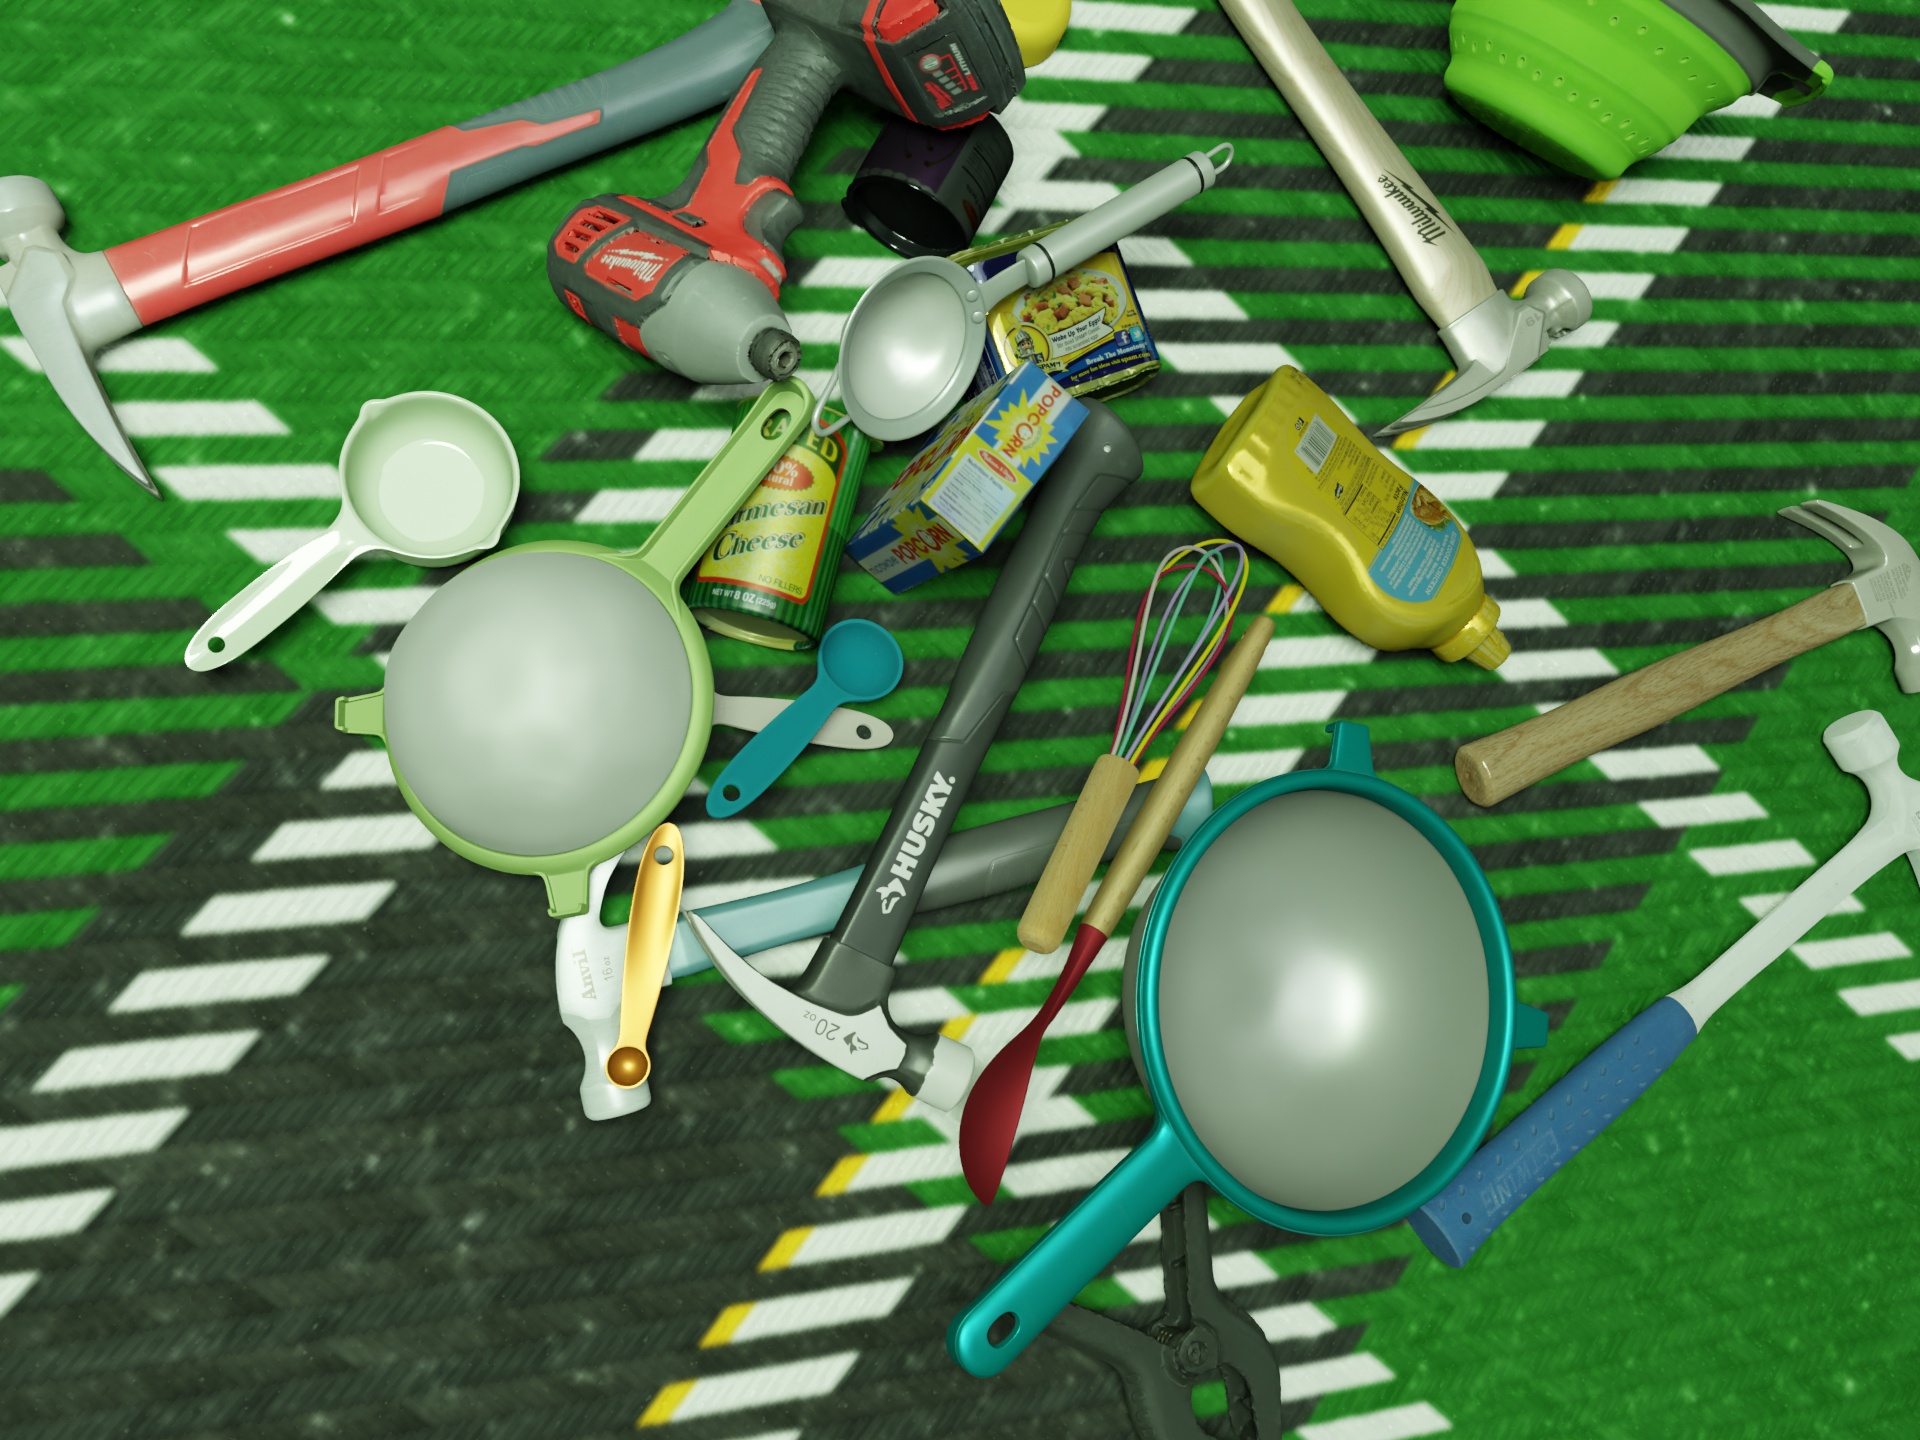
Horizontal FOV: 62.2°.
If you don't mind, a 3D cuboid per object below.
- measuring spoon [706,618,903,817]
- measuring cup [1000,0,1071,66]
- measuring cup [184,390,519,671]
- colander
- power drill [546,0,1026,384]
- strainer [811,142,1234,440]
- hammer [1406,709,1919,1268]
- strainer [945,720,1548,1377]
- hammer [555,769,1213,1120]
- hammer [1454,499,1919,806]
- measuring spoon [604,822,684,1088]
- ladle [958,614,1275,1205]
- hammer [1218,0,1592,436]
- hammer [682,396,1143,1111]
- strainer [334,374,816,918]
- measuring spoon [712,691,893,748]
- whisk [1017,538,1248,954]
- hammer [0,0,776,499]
[{"bbox_3d":[-0.076,0.002,0.748,0.042,0.021,0.129,42,63,0],"label":"measuring spoon"},{"bbox_3d":[0.029,-0.424,0.837,0.062,0.029,0.156,-1,85,-16],"label":"measuring cup"},{"bbox_3d":[-0.270,-0.077,0.706,0.167,0.038,0.083,-43,96,-15],"label":"measuring cup"},{"bbox_3d":[0.264,-0.403,0.869,0.397,0.204,0.094,33,110,6],"label":"colander"},{"bbox_3d":[-0.077,-0.251,0.721,0.143,0.078,0.220,34,84,31],"label":"power drill"},{"bbox_3d":[0.027,-0.208,0.743,0.258,0.086,0.050,-33,49,-14],"label":"strainer"},{"bbox_3d":[0.404,0.160,0.867,0.405,0.035,0.144,-34,93,-17],"label":"hammer"},{"bbox_3d":[0.110,0.168,0.741,0.340,0.095,0.211,-38,100,-22],"label":"strainer"},{"bbox_3d":[-0.028,0.079,0.756,0.331,0.033,0.128,-14,88,-17],"label":"hammer"},{"bbox_3d":[0.418,-0.029,0.897,0.331,0.031,0.130,-21,89,-17],"label":"hammer"},{"bbox_3d":[-0.138,0.103,0.700,0.021,0.011,0.117,10,78,-13],"label":"measuring spoon"},{"bbox_3d":[0.076,0.077,0.747,0.031,0.069,0.315,30,71,2],"label":"ladle"},{"bbox_3d":[0.180,-0.352,0.870,0.146,0.038,0.410,-36,93,-16],"label":"hammer"},{"bbox_3d":[-0.001,-0.002,0.737,0.146,0.035,0.335,28,78,-13],"label":"hammer"},{"bbox_3d":[-0.152,-0.053,0.675,0.151,0.069,0.256,38,87,13],"label":"strainer"},{"bbox_3d":[-0.092,0.001,0.760,0.124,0.018,0.034,9,65,-21],"label":"measuring spoon"},{"bbox_3d":[0.083,0.005,0.772,0.047,0.051,0.245,21,63,14],"label":"whisk"},{"bbox_3d":[-0.231,-0.241,0.737,0.386,0.038,0.143,-28,92,-17],"label":"hammer"}]
